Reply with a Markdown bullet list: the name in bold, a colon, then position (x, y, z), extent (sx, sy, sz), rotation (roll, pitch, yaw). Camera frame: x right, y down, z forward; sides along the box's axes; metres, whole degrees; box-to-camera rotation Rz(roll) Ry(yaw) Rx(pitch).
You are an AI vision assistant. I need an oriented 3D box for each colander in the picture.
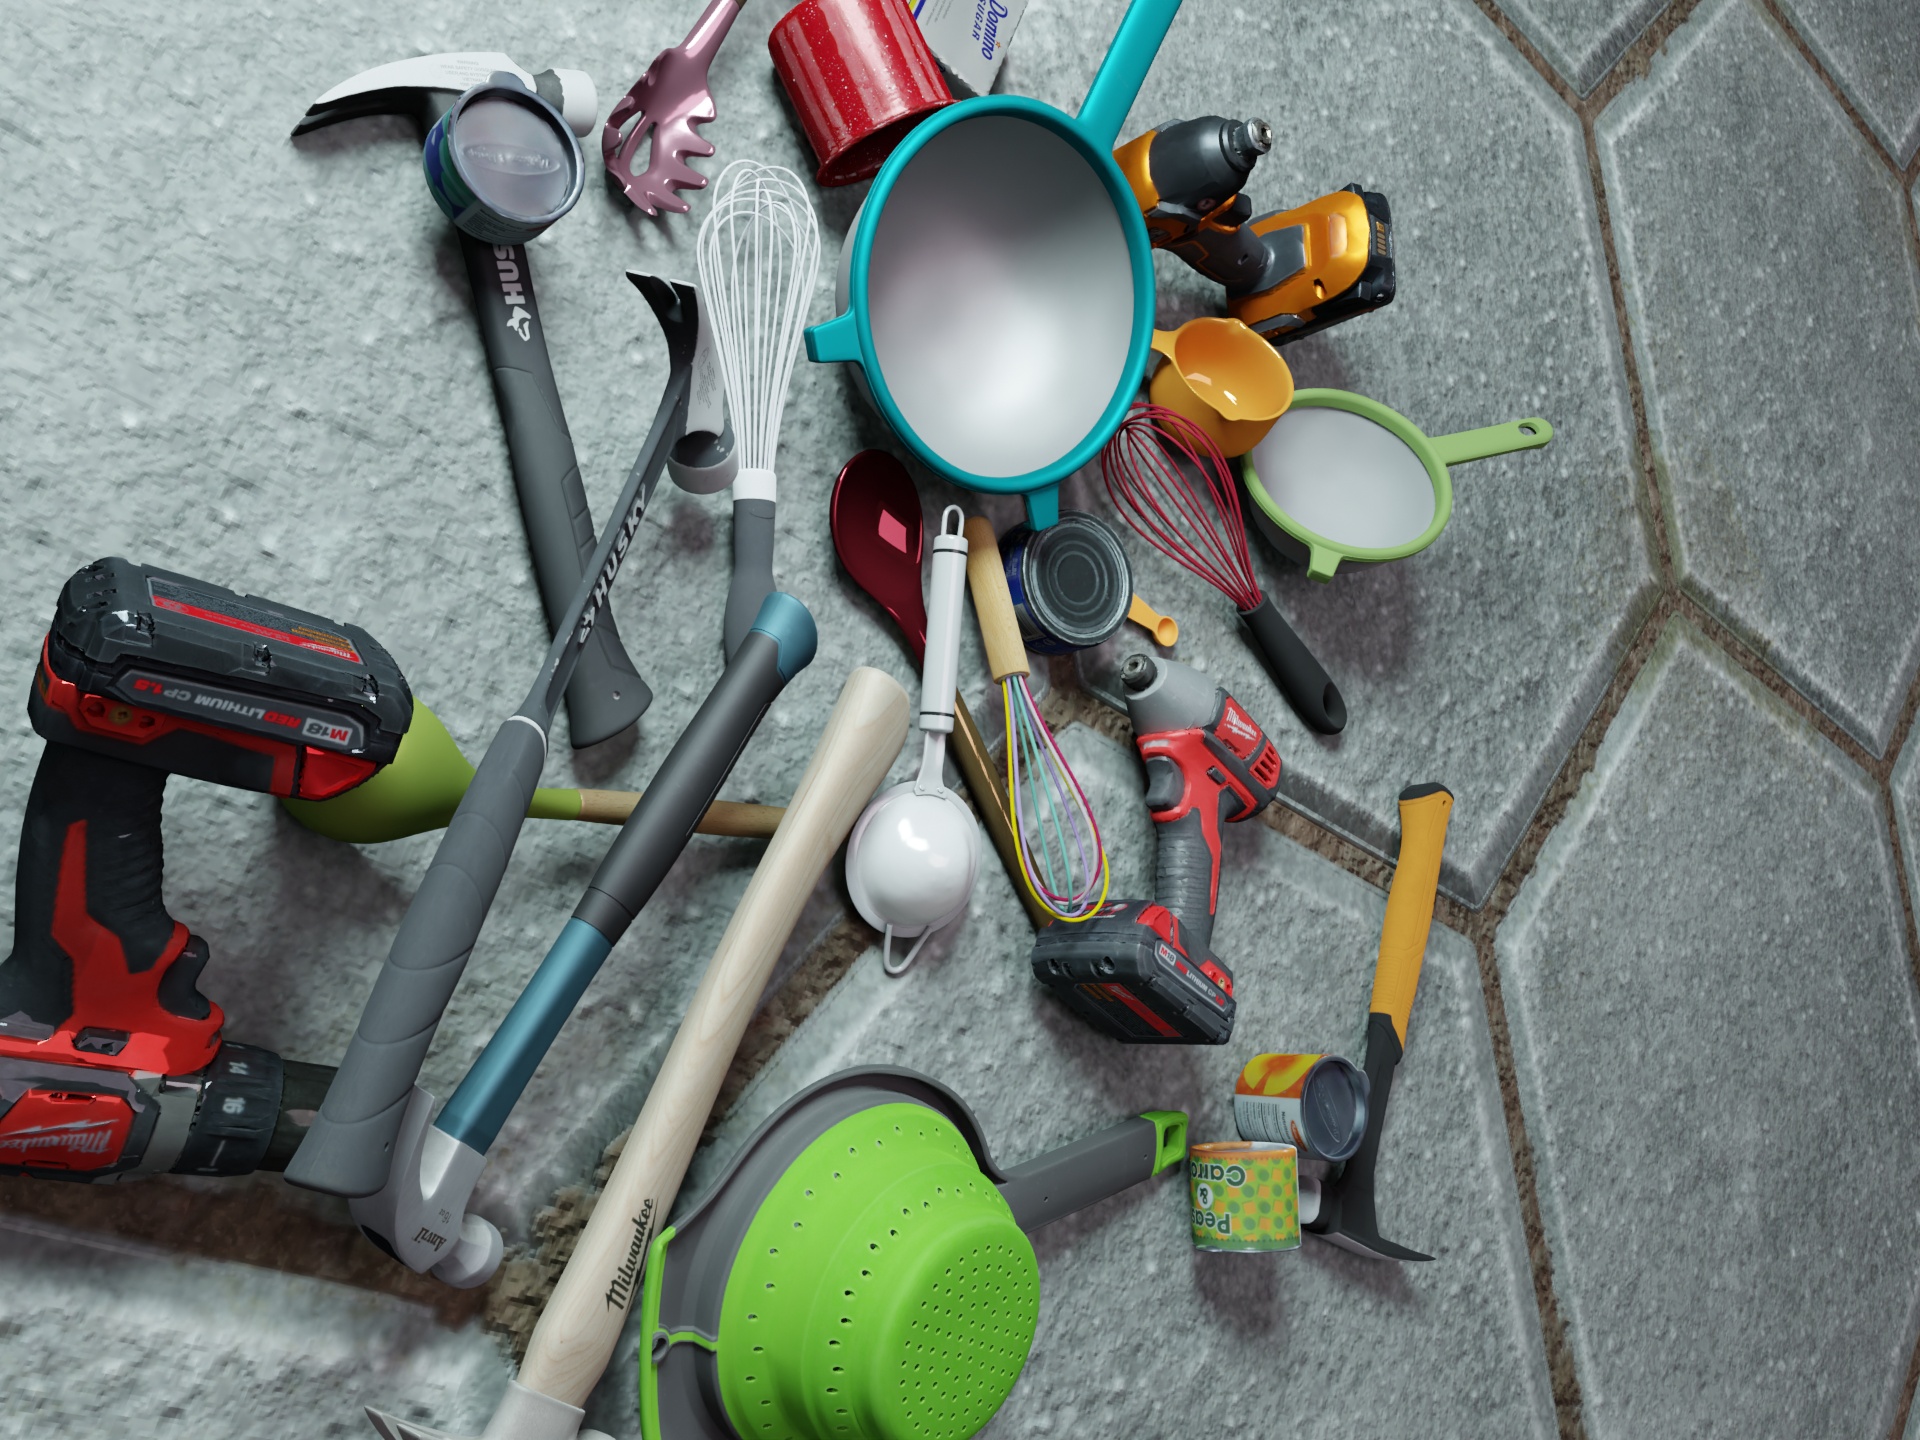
- **colander**: position (0.026, 0.269, 0.807), extent (0.397, 0.094, 0.204), rotation (-5, 101, -47)

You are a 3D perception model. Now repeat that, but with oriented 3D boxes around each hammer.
- **hammer**: position (-0.210, -0.151, 0.759), extent (0.146, 0.035, 0.335), rotation (-14, 91, -40)
- **hammer**: position (-0.121, 0.146, 0.733), extent (0.411, 0.038, 0.146), rotation (-66, 148, -24)
- **hammer**: position (0.307, 0.202, 1.112), extent (0.127, 0.034, 0.337), rotation (31, 64, -30)
- **hammer**: position (-0.170, -0.007, 0.647), extent (0.036, 0.149, 0.409), rotation (13, 60, 5)
- **hammer**: position (-0.155, 0.082, 0.702), extent (0.331, 0.033, 0.128), rotation (-60, 158, -23)

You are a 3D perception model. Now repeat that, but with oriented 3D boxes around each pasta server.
- **pasta server**: position (-0.106, -0.403, 0.844), extent (0.060, 0.040, 0.316), rotation (40, 72, -47)

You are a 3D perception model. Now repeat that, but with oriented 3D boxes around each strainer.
- **strainer**: position (-0.014, 0.009, 0.862), extent (0.086, 0.050, 0.258), rotation (9, 83, -34)
- **strainer**: position (0.031, -0.293, 0.908), extent (0.210, 0.095, 0.340), rotation (32, 78, -38)
- **strainer**: position (0.304, -0.166, 1.120), extent (0.256, 0.069, 0.152), rotation (-15, 62, -22)

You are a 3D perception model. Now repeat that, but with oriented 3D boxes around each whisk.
- **whisk**: position (0.184, -0.093, 1.053), extent (0.295, 0.073, 0.073), rotation (50, 56, -29)
- **whisk**: position (0.037, -0.003, 0.903), extent (0.047, 0.051, 0.245), rotation (-14, 73, 2)
- **whisk**: position (-0.108, -0.153, 0.831), extent (0.070, 0.070, 0.285), rotation (4, 84, -38)

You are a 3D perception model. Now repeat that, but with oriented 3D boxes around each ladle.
- **ladle**: position (-0.001, -0.003, 0.906), extent (0.069, 0.031, 0.315), rotation (-33, 105, -39)
- **ladle**: position (-0.166, 0.033, 0.758), extent (0.320, 0.078, 0.062), rotation (10, 38, -45)

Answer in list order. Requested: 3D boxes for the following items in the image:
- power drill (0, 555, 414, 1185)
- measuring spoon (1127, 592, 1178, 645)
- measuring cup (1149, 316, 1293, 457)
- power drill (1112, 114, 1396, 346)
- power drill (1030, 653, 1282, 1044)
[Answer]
- **power drill**: position (-0.279, 0.072, 0.595), extent (0.187, 0.080, 0.226), rotation (19, 100, -34)
- **measuring spoon**: position (0.094, -0.080, 1.008), extent (0.116, 0.011, 0.021), rotation (31, 68, -27)
- **measuring cup**: position (0.129, -0.227, 1.040), extent (0.173, 0.052, 0.095), rotation (17, 55, -9)
- **power drill**: position (0.182, -0.317, 1.020), extent (0.226, 0.164, 0.084), rotation (6, 78, -40)
- **power drill**: position (0.123, 0.072, 0.952), extent (0.143, 0.078, 0.220), rotation (43, 53, -36)
